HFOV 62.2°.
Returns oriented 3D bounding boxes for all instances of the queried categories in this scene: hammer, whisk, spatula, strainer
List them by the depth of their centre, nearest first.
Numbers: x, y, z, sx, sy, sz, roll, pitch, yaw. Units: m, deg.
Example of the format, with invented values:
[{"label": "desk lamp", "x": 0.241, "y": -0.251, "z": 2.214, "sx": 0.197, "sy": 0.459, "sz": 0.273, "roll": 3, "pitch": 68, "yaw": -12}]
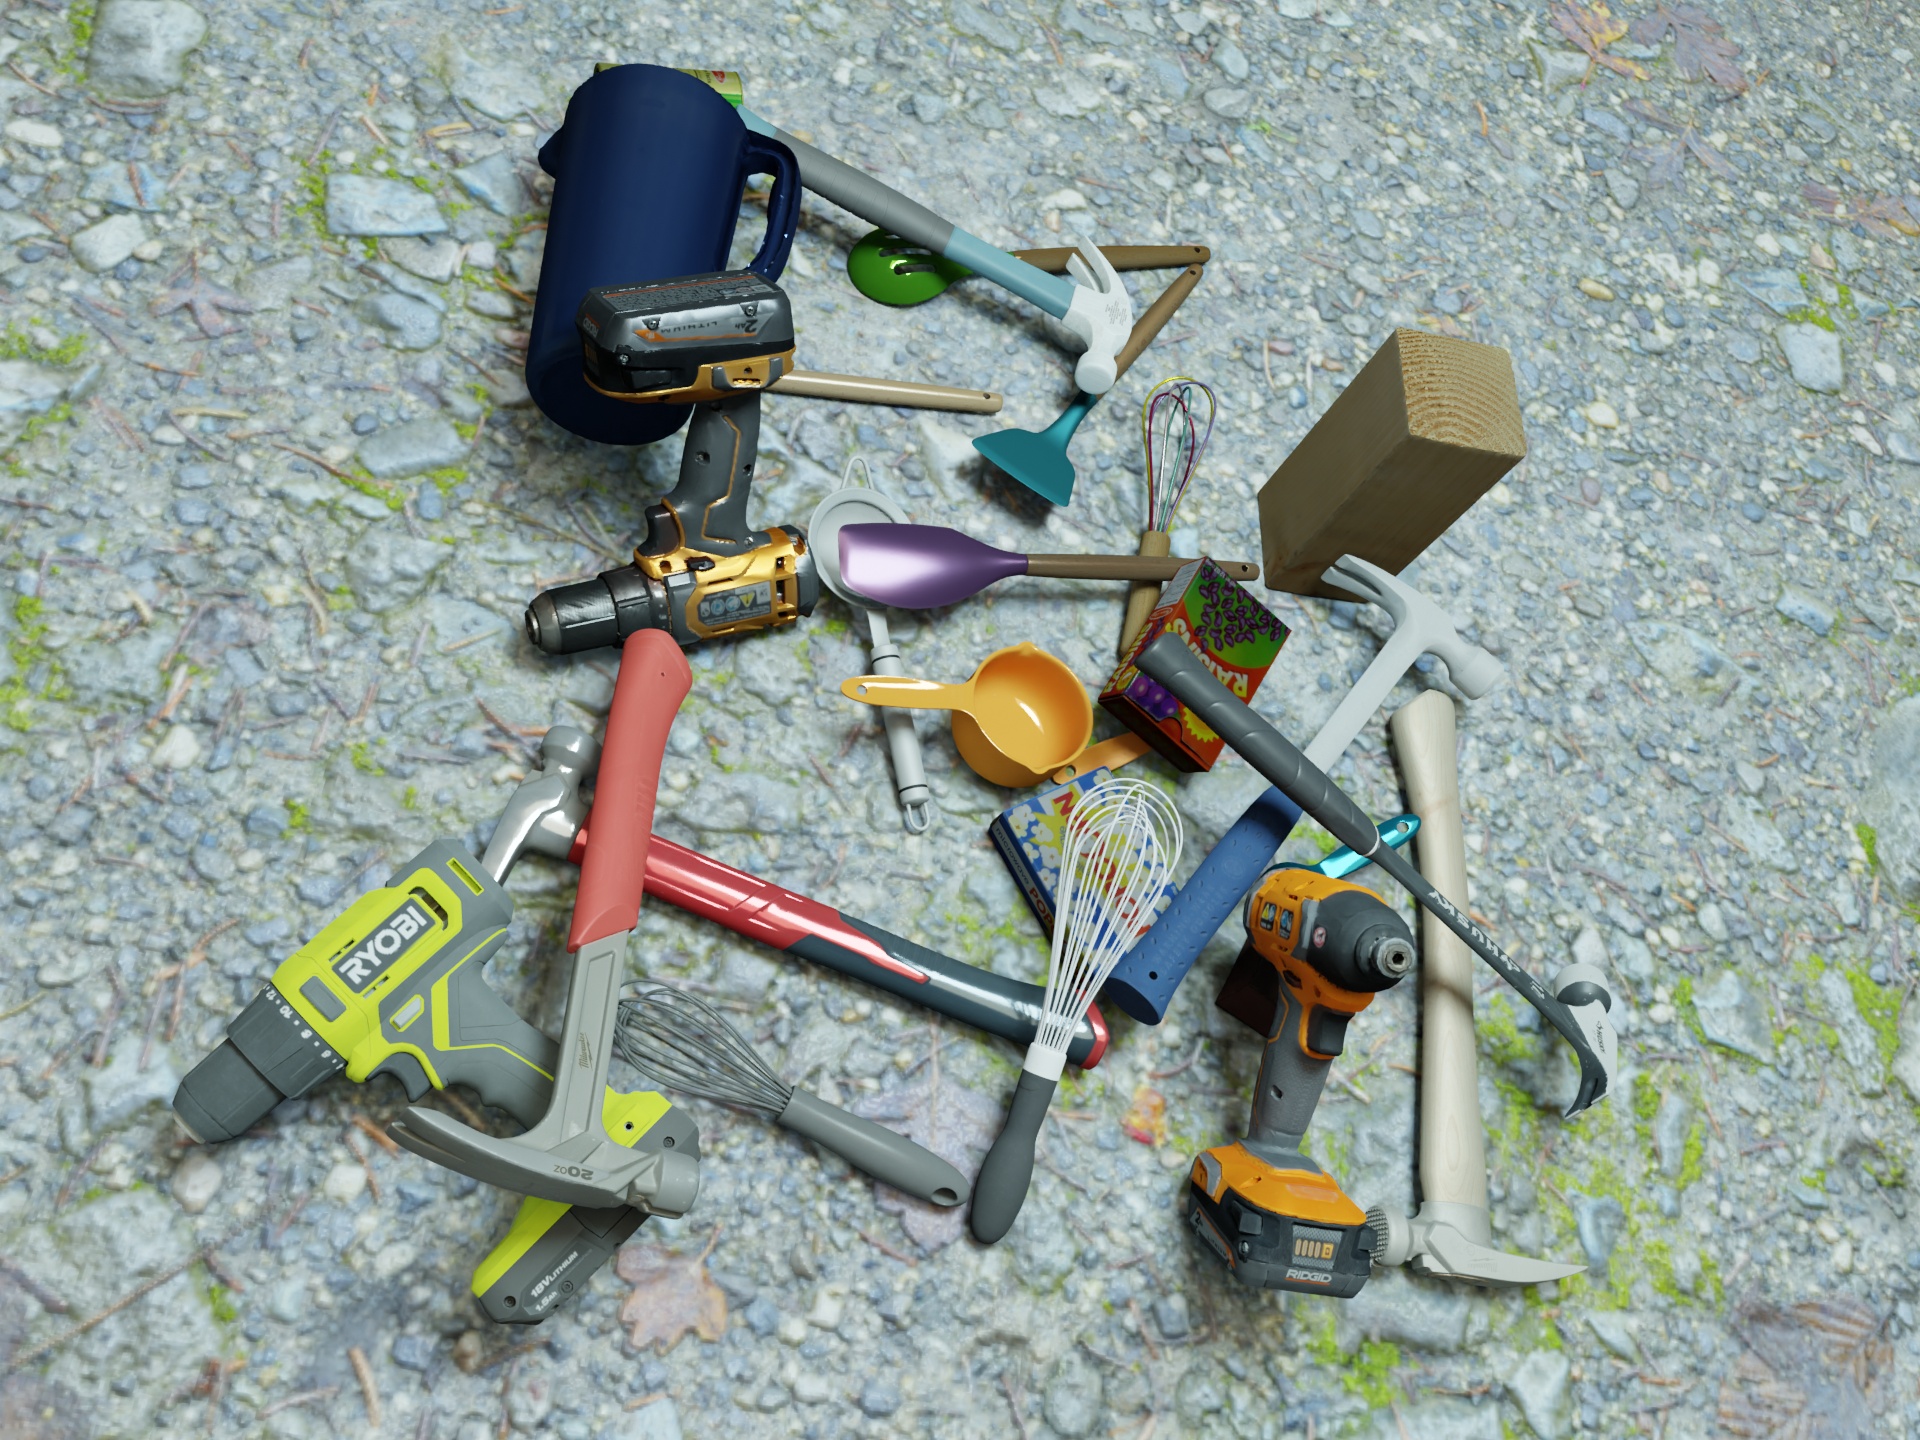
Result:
[{"label": "hammer", "x": -0.197, "y": 0.084, "z": 0.860, "sx": 0.149, "sy": 0.036, "sz": 0.359, "roll": 25, "pitch": 42, "yaw": -27}, {"label": "whisk", "x": -0.097, "y": 0.217, "z": 0.911, "sx": 0.239, "sy": 0.055, "sz": 0.055, "roll": 30, "pitch": 60, "yaw": -8}, {"label": "whisk", "x": 0.059, "y": 0.169, "z": 0.934, "sx": 0.070, "sy": 0.070, "sz": 0.284, "roll": 21, "pitch": 85, "yaw": -8}, {"label": "hammer", "x": -0.095, "y": 0.139, "z": 0.952, "sx": 0.386, "sy": 0.038, "sz": 0.143, "roll": 23, "pitch": 61, "yaw": -6}, {"label": "hammer", "x": 0.265, "y": 0.088, "z": 0.997, "sx": 0.409, "sy": 0.036, "sz": 0.149, "roll": 41, "pitch": 29, "yaw": -7}, {"label": "strainer", "x": -0.054, "y": -0.050, "z": 1.057, "sx": 0.086, "sy": 0.050, "sz": 0.259, "roll": -2, "pitch": 71, "yaw": -33}, {"label": "hammer", "x": 0.219, "y": 0.041, "z": 1.062, "sx": 0.144, "sy": 0.035, "sz": 0.405, "roll": 42, "pitch": 59, "yaw": 4}, {"label": "hammer", "x": 0.339, "y": 0.168, "z": 1.083, "sx": 0.146, "sy": 0.038, "sz": 0.411, "roll": 13, "pitch": 62, "yaw": -13}, {"label": "spatula", "x": 0.068, "y": -0.104, "z": 1.095, "sx": 0.315, "sy": 0.018, "sz": 0.060, "roll": -1, "pitch": 77, "yaw": -21}, {"label": "whisk", "x": 0.144, "y": -0.153, "z": 1.172, "sx": 0.047, "sy": 0.051, "sz": 0.245, "roll": 22, "pitch": 65, "yaw": -19}, {"label": "hammer", "x": -0.021, "y": -0.361, "z": 1.176, "sx": 0.331, "sy": 0.033, "sz": 0.128, "roll": 25, "pitch": 53, "yaw": -10}, {"label": "spatula", "x": 0.115, "y": -0.268, "z": 1.216, "sx": 0.082, "sy": 0.044, "sz": 0.318, "roll": 35, "pitch": 59, "yaw": 4}]

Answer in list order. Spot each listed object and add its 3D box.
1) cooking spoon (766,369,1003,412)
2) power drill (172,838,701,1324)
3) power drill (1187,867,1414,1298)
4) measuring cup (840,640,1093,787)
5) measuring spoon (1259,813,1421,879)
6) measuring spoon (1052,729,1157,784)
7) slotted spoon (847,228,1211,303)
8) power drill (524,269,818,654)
[{"label": "cooking spoon", "x": -0.122, "y": -0.243, "z": 1.140, "sx": 0.318, "sy": 0.017, "sz": 0.069, "roll": 2, "pitch": 58, "yaw": -17}, {"label": "power drill", "x": -0.268, "y": 0.201, "z": 0.829, "sx": 0.228, "sy": 0.080, "sz": 0.190, "roll": 45, "pitch": 70, "yaw": 2}, {"label": "power drill", "x": 0.201, "y": 0.203, "z": 0.909, "sx": 0.084, "sy": 0.164, "sz": 0.226, "roll": 11, "pitch": 89, "yaw": -9}, {"label": "measuring cup", "x": -0.002, "y": -0.003, "z": 1.037, "sx": 0.173, "sy": 0.052, "sz": 0.095, "roll": 6, "pitch": 64, "yaw": -20}, {"label": "measuring spoon", "x": 0.261, "y": 0.094, "z": 1.080, "sx": 0.128, "sy": 0.021, "sz": 0.042, "roll": -28, "pitch": 70, "yaw": -9}, {"label": "measuring spoon", "x": 0.111, "y": 0.020, "z": 1.095, "sx": 0.117, "sy": 0.011, "sz": 0.021, "roll": -22, "pitch": 93, "yaw": -23}, {"label": "slotted spoon", "x": 0.063, "y": -0.365, "z": 1.256, "sx": 0.313, "sy": 0.031, "sz": 0.070, "roll": -9, "pitch": 73, "yaw": -23}, {"label": "power drill", "x": -0.182, "y": -0.146, "z": 0.972, "sx": 0.185, "sy": 0.226, "sz": 0.084, "roll": -15, "pitch": 34, "yaw": -24}]
